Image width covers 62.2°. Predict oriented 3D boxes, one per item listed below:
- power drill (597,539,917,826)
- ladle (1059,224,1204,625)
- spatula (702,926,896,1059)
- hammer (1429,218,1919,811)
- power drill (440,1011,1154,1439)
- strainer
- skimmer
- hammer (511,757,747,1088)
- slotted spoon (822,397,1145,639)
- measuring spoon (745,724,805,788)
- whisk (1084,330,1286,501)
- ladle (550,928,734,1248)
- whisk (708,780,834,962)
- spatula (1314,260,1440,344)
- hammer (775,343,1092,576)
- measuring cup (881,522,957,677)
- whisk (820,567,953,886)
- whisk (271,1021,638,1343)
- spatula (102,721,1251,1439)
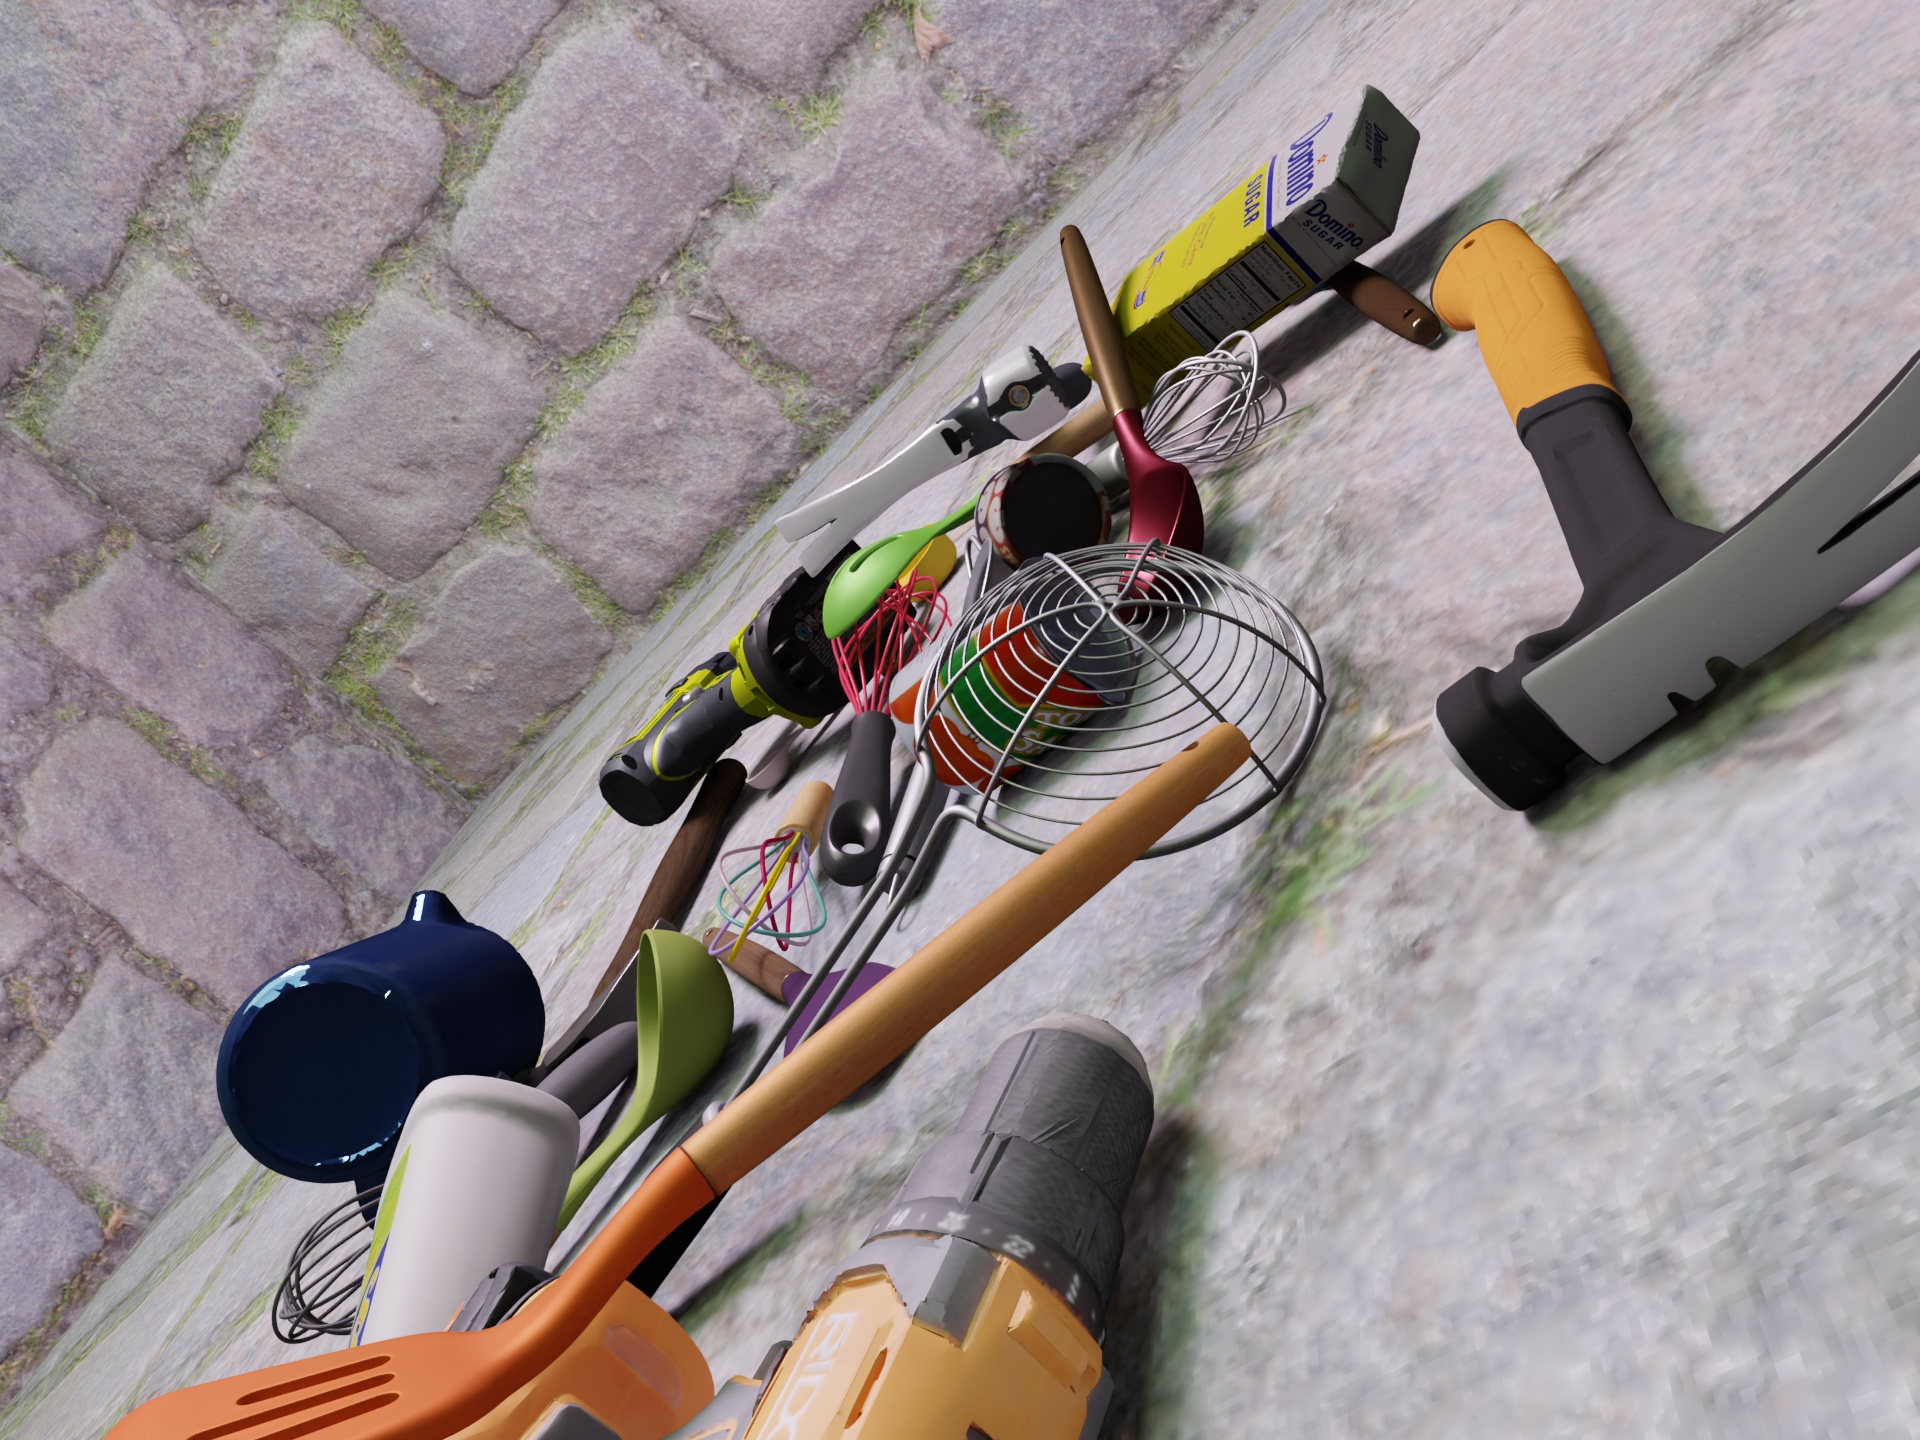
[{"bbox_3d":[-0.137,-0.030,1.072,0.223,0.080,0.171,-31,17,43],"label":"power drill"},{"bbox_3d":[0.074,-0.157,0.764,0.316,0.031,0.069,-98,27,-45],"label":"ladle"},{"bbox_3d":[-0.079,0.116,0.698,0.060,0.018,0.316,-48,14,-14],"label":"spatula"},{"bbox_3d":[0.184,-0.102,0.471,0.127,0.034,0.337,-41,15,27],"label":"hammer"},{"bbox_3d":[-0.055,0.163,0.378,0.226,0.084,0.185,-30,19,41],"label":"power drill"},{"bbox_3d":[-0.001,-0.002,0.746,0.259,0.050,0.086,-72,0,-46],"label":"strainer"},{"bbox_3d":[-0.024,0.095,0.534,0.363,0.090,0.127,-56,48,16],"label":"skimmer"},{"bbox_3d":[-0.186,0.111,1.005,0.130,0.031,0.331,-42,15,24],"label":"hammer"},{"bbox_3d":[0.043,-0.145,0.896,0.314,0.031,0.070,-37,11,-18],"label":"slotted spoon"},{"bbox_3d":[-0.097,0.005,1.077,0.124,0.018,0.034,-46,12,-23],"label":"measuring spoon"},{"bbox_3d":[0.093,-0.139,0.829,0.246,0.057,0.059,157,123,-68],"label":"whisk"},{"bbox_3d":[-0.203,0.231,0.681,0.320,0.062,0.078,-54,12,-14],"label":"ladle"},{"bbox_3d":[-0.081,0.063,0.776,0.051,0.047,0.245,-1,11,2],"label":"whisk"},{"bbox_3d":[0.185,-0.225,0.788,0.082,0.044,0.318,-45,15,17],"label":"spatula"},{"bbox_3d":[0.019,-0.161,0.872,0.149,0.036,0.409,-31,7,19],"label":"hammer"},{"bbox_3d":[-0.032,-0.076,1.089,0.062,0.029,0.157,-36,30,33],"label":"measuring cup"},{"bbox_3d":[-0.043,-0.005,0.843,0.073,0.073,0.296,-42,21,24],"label":"whisk"},{"bbox_3d":[-0.221,0.203,0.739,0.055,0.055,0.239,-38,0,34],"label":"whisk"},{"bbox_3d":[-0.049,0.087,0.386,0.322,0.041,0.081,-36,11,-21],"label":"spatula"}]
